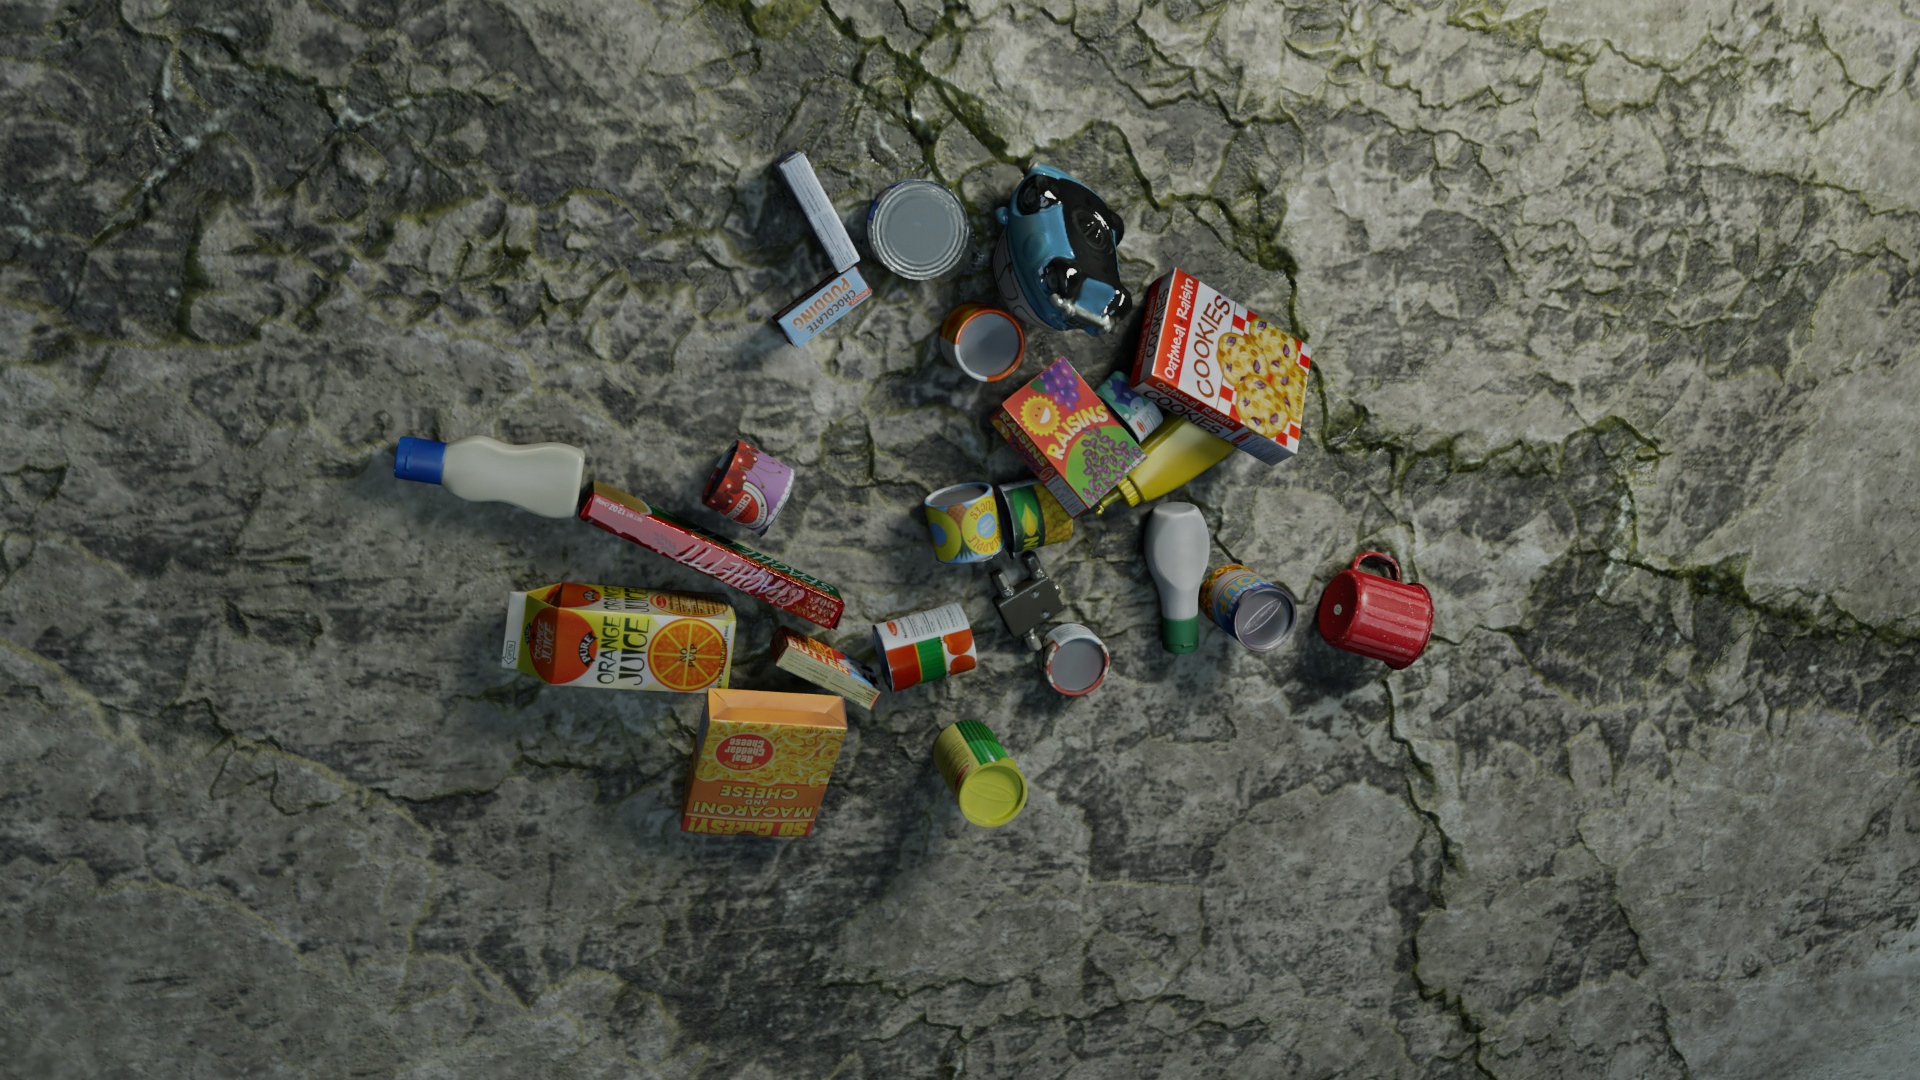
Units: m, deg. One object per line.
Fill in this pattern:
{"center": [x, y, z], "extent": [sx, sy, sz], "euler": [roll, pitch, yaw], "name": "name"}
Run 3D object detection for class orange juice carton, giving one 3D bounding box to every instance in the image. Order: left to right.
{"center": [-0.300, 0.085, 1.222], "extent": [0.193, 0.073, 0.071], "euler": [5, 105, -16], "name": "orange juice carton"}

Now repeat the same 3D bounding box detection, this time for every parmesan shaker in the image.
{"center": [0.019, 0.219, 1.330], "extent": [0.071, 0.103, 0.071], "euler": [-4, 107, -14], "name": "parmesan shaker"}

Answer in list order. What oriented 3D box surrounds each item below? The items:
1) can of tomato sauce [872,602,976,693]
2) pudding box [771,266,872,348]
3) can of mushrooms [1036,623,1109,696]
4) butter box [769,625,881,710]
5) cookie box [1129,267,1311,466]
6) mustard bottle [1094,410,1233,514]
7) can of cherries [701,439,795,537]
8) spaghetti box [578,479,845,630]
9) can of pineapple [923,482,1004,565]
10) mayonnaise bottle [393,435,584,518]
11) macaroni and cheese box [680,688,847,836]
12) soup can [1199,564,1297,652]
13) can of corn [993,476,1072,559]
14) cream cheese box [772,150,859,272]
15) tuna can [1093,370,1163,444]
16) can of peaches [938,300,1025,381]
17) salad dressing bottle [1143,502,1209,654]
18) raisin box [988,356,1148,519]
{"center": [-0.034, 0.102, 1.304], "extent": [0.083, 0.071, 0.071], "euler": [-15, 109, -11], "name": "can of tomato sauce"}
{"center": [-0.120, -0.203, 1.204], "extent": [0.084, 0.050, 0.030], "euler": [-36, 110, -3], "name": "pudding box"}
{"center": [0.111, 0.120, 1.365], "extent": [0.071, 0.033, 0.070], "euler": [-4, 106, -15], "name": "can of mushrooms"}
{"center": [-0.125, 0.118, 1.290], "extent": [0.103, 0.053, 0.024], "euler": [28, 99, -20], "name": "butter box"}
{"center": [0.243, -0.160, 1.289], "extent": [0.167, 0.040, 0.123], "euler": [25, 62, -20], "name": "cookie box"}
{"center": [0.190, -0.076, 1.324], "extent": [0.160, 0.049, 0.065], "euler": [-36, 111, -3], "name": "mustard bottle"}
{"center": [-0.187, -0.045, 1.219], "extent": [0.058, 0.071, 0.071], "euler": [30, 96, -20], "name": "can of cherries"}
{"center": [-0.218, 0.014, 1.238], "extent": [0.250, 0.050, 0.028], "euler": [26, 99, -20], "name": "spaghetti box"}
{"center": [0.005, -0.016, 1.280], "extent": [0.071, 0.071, 0.057], "euler": [-16, 109, -10], "name": "can of pineapple"}
{"center": [-0.397, -0.059, 1.174], "extent": [0.148, 0.041, 0.064], "euler": [9, 101, -16], "name": "mayonnaise bottle"}
{"center": [-0.183, 0.207, 1.267], "extent": [0.124, 0.040, 0.165], "euler": [6, 131, -17], "name": "macaroni and cheese box"}
{"center": [0.281, 0.063, 1.369], "extent": [0.071, 0.084, 0.071], "euler": [-4, 106, -14], "name": "soup can"}
{"center": [0.067, -0.023, 1.296], "extent": [0.058, 0.071, 0.071], "euler": [-13, 108, -12], "name": "can of corn"}
{"center": [-0.122, -0.280, 1.181], "extent": [0.024, 0.053, 0.103], "euler": [-31, 110, -3], "name": "cream cheese box"}
{"center": [0.154, -0.126, 1.294], "extent": [0.033, 0.071, 0.071], "euler": [-43, 111, -1], "name": "tuna can"}
{"center": [0.021, -0.180, 1.244], "extent": [0.071, 0.058, 0.071], "euler": [-4, 106, -14], "name": "can of peaches"}
{"center": [0.214, 0.038, 1.366], "extent": [0.064, 0.044, 0.147], "euler": [-9, 108, -14], "name": "salad dressing bottle"}
{"center": [0.098, -0.094, 1.265], "extent": [0.086, 0.040, 0.123], "euler": [-40, 91, -25], "name": "raisin box"}
